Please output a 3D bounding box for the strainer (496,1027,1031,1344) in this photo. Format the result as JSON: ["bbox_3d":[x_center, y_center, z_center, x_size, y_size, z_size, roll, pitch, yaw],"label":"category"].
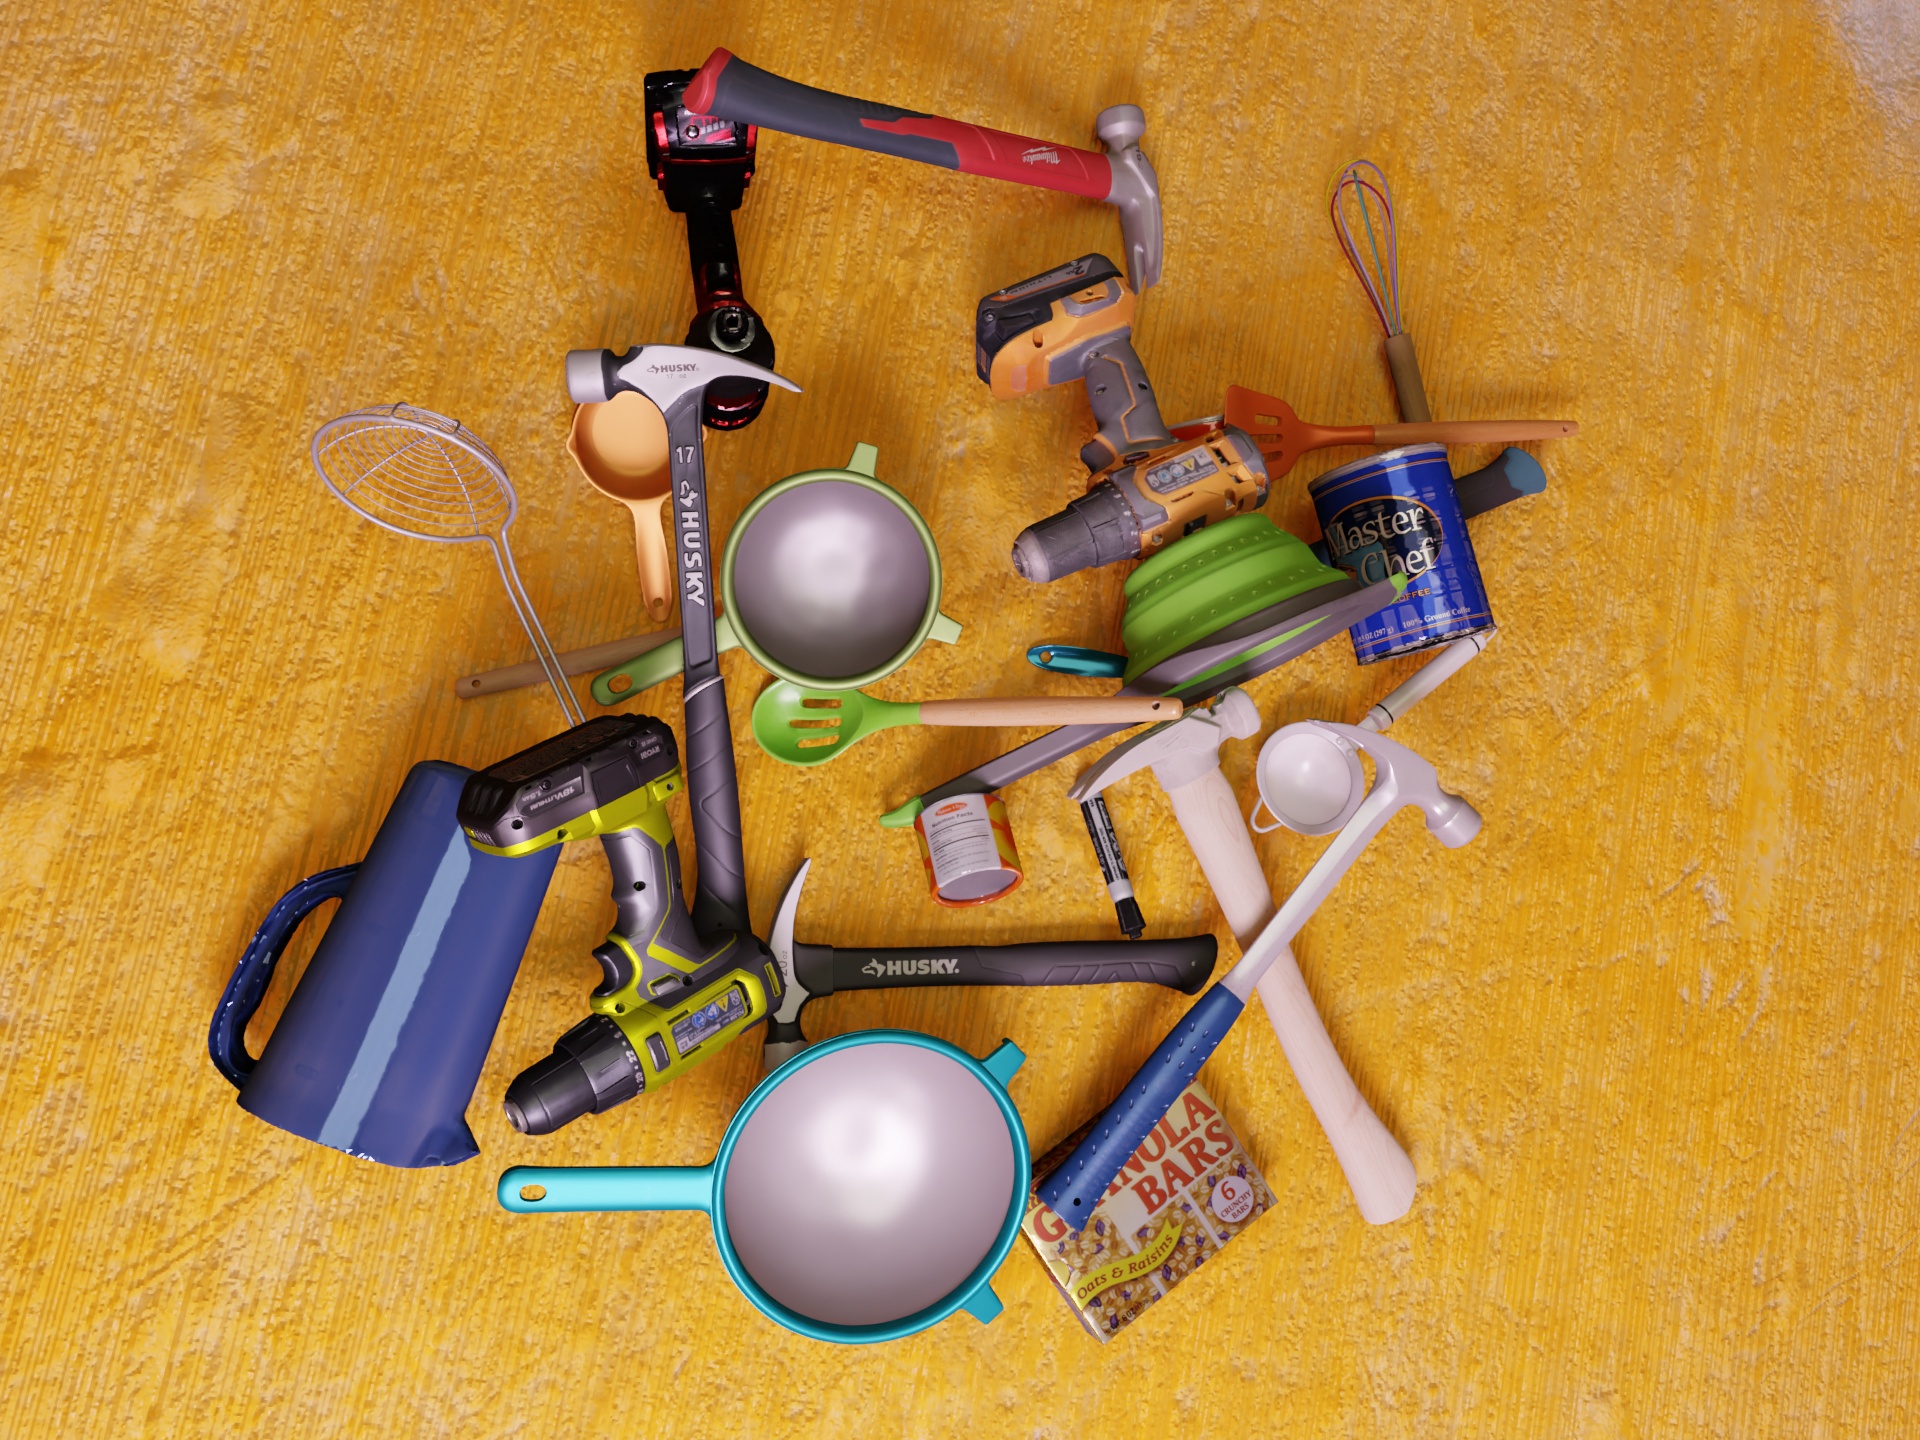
[{"bbox_3d":[-0.127,0.293,1.050,0.340,0.095,0.211,3,96,-13],"label":"strainer"}]

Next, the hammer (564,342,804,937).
[{"bbox_3d":[-0.167,-0.042,1.056,0.149,0.036,0.409,-3,102,-1],"label":"hammer"}]

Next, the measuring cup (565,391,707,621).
[{"bbox_3d":[-0.223,-0.158,1.115,0.095,0.052,0.173,-9,110,-14],"label":"measuring cup"}]

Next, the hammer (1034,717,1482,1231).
[{"bbox_3d":[0.190,0.177,1.103,0.144,0.035,0.405,41,85,-13],"label":"hammer"}]

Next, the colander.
[{"bbox_3d":[0.107,-0.043,1.105,0.397,0.204,0.094,-26,82,9],"label":"colander"}]

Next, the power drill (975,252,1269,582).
[{"bbox_3d":[0.086,-0.208,1.130,0.185,0.084,0.226,-25,67,-10],"label":"power drill"}]

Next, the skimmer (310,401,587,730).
[{"bbox_3d":[-0.293,-0.037,1.037,0.090,0.127,0.363,-39,109,-53],"label":"skimmer"}]

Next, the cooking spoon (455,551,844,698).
[{"bbox_3d":[-0.193,-0.059,1.120,0.319,0.017,0.069,-14,92,-15],"label":"cooking spoon"}]

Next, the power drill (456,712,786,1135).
[{"bbox_3d":[-0.222,0.128,0.989,0.190,0.080,0.228,-28,111,-35],"label":"power drill"}]

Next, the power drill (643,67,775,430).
[{"bbox_3d":[-0.168,-0.323,1.093,0.078,0.143,0.220,-6,83,-11],"label":"power drill"}]

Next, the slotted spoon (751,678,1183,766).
[{"bbox_3d":[-0.002,-0.003,1.066,0.314,0.031,0.070,-1,75,27],"label":"slotted spoon"}]

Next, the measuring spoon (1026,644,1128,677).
[{"bbox_3d":[0.112,-0.042,1.193,0.128,0.021,0.042,8,95,-3],"label":"measuring spoon"}]

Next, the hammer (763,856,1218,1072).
[{"bbox_3d":[0.024,0.169,1.136,0.334,0.035,0.146,0,84,-13],"label":"hammer"}]

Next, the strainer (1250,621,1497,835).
[{"bbox_3d":[0.312,0.004,1.206,0.258,0.050,0.087,-38,89,-9],"label":"strainer"}]

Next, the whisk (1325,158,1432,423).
[{"bbox_3d":[0.338,-0.325,1.265,0.047,0.051,0.245,-15,91,7],"label":"whisk"}]

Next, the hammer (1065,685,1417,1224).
[{"bbox_3d":[0.221,0.189,1.148,0.146,0.038,0.410,-27,100,-11],"label":"hammer"}]

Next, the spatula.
[{"bbox_3d":[0.341,-0.220,1.224,0.322,0.041,0.081,-5,99,-16],"label":"spatula"}]

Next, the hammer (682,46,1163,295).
[{"bbox_3d":[-0.011,-0.392,1.119,0.386,0.038,0.143,-3,83,-36],"label":"hammer"}]

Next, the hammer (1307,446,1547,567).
[{"bbox_3d":[0.313,-0.142,1.238,0.331,0.033,0.128,-23,88,-14],"label":"hammer"}]

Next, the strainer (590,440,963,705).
[{"bbox_3d":[-0.136,-0.076,1.103,0.256,0.069,0.151,-26,100,3],"label":"strainer"}]
